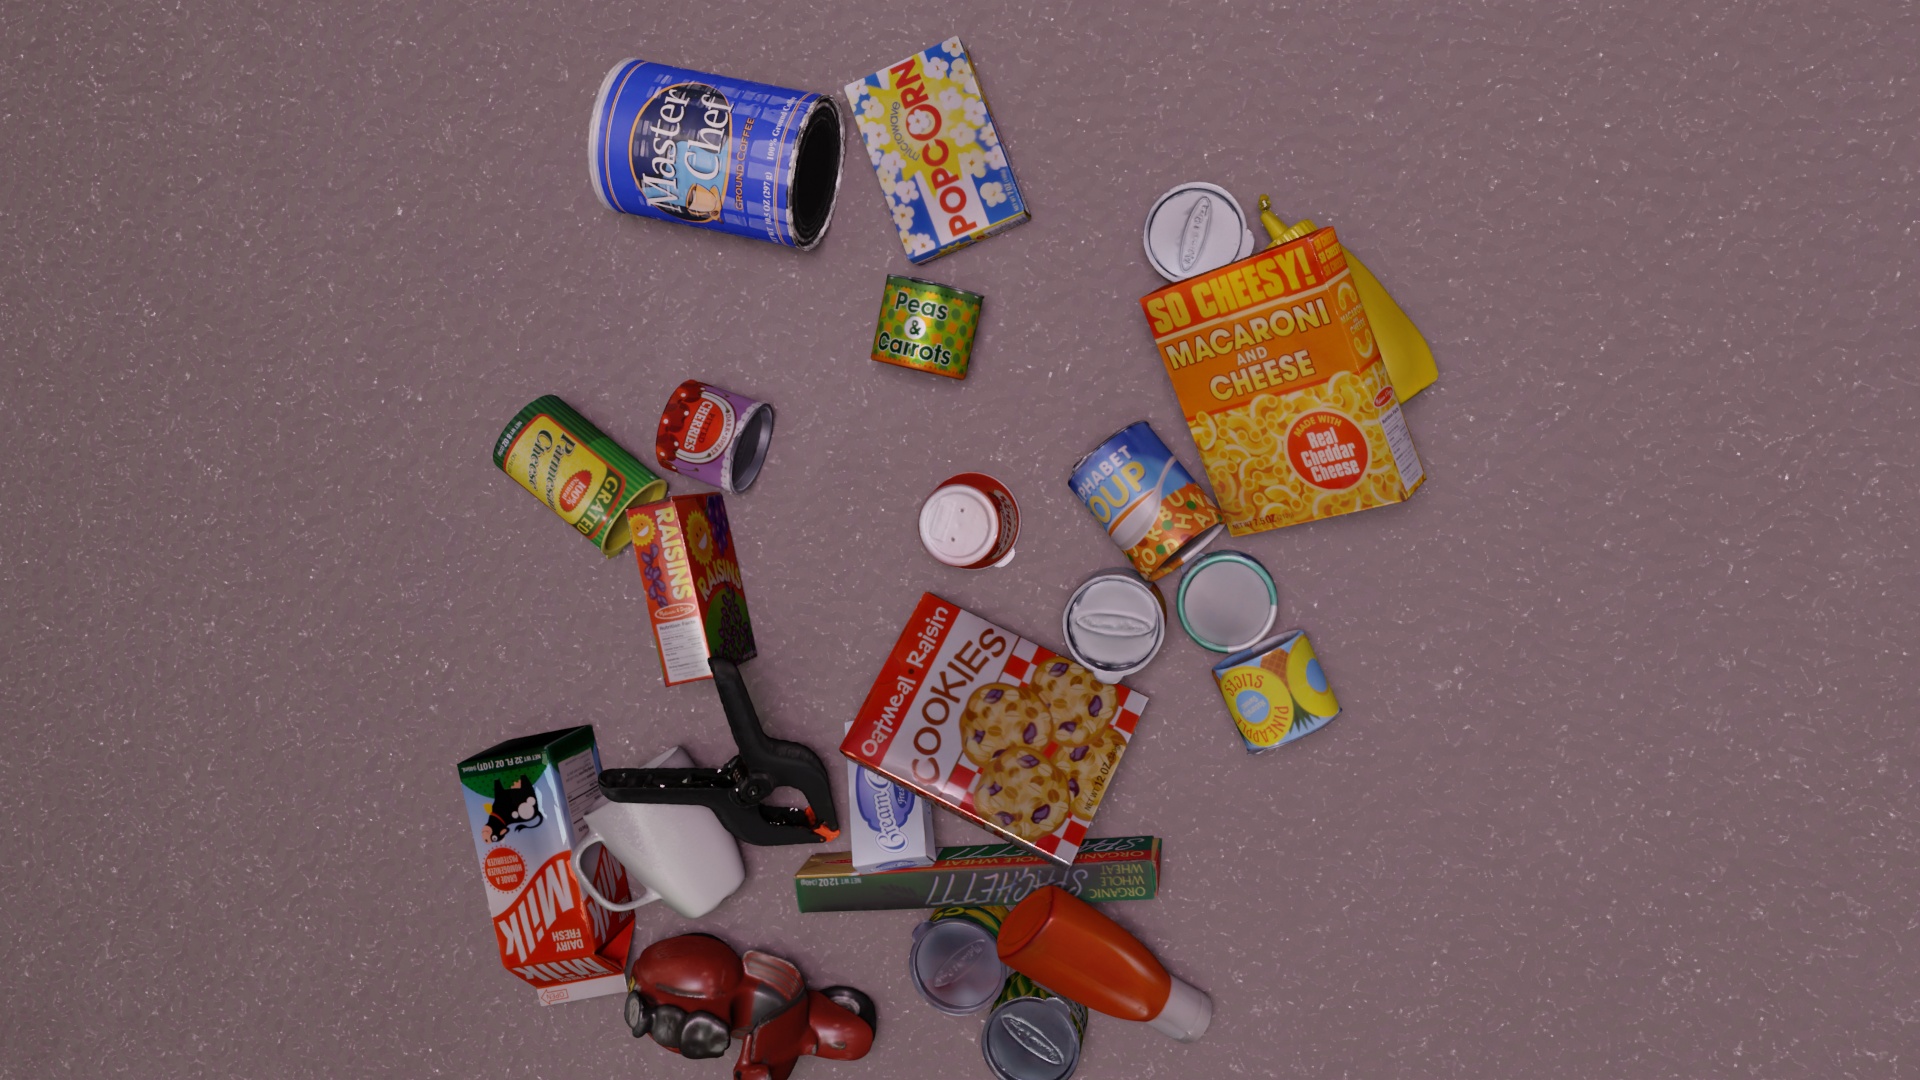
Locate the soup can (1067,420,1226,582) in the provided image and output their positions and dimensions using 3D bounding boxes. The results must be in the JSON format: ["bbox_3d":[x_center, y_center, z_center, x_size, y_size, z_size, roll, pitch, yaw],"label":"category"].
[{"bbox_3d":[0.118,-0.024,0.893,0.071,0.071,0.084,-40,74,11],"label":"soup can"}]

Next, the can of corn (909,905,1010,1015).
[{"bbox_3d":[0.002,0.279,0.950,0.071,0.058,0.071,1,94,11],"label":"can of corn"}]

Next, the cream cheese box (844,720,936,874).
[{"bbox_3d":[-0.049,0.171,0.946,0.053,0.024,0.104,-12,62,10],"label":"cream cheese box"}]

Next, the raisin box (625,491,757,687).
[{"bbox_3d":[-0.183,0.031,0.954,0.040,0.086,0.123,-12,92,13],"label":"raisin box"}]

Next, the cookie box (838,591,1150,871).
[{"bbox_3d":[0.023,0.124,0.921,0.167,0.040,0.123,25,72,8],"label":"cookie box"}]

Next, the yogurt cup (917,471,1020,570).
[{"bbox_3d":[0.003,-0.012,0.933,0.072,0.054,0.072,1,94,11],"label":"yogurt cup"}]

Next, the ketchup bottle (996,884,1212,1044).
[{"bbox_3d":[0.099,0.284,0.916,0.149,0.044,0.064,34,121,-16],"label":"ketchup bottle"}]

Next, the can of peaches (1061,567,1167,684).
[{"bbox_3d":[0.102,0.055,0.916,0.071,0.058,0.071,1,95,10],"label":"can of peaches"}]

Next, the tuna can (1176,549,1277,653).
[{"bbox_3d":[0.174,0.038,0.914,0.071,0.033,0.071,1,94,10],"label":"tuna can"}]

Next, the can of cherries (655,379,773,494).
[{"bbox_3d":[-0.169,-0.072,0.952,0.058,0.071,0.071,20,98,9],"label":"can of cherries"}]

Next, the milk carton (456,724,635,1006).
[{"bbox_3d":[-0.291,0.237,0.995,0.072,0.073,0.190,-13,92,11],"label":"milk carton"}]

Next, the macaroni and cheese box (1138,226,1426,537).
[{"bbox_3d":[0.197,-0.094,0.857,0.123,0.040,0.166,-14,103,41],"label":"macaroni and cheese box"}]

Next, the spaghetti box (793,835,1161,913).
[{"bbox_3d":[0.012,0.228,0.949,0.250,0.050,0.028,-5,95,11],"label":"spaghetti box"}]

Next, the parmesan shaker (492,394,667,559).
[{"bbox_3d":[-0.269,-0.045,0.976,0.103,0.071,0.071,37,100,6],"label":"parmesan shaker"}]

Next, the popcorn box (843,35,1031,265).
[{"bbox_3d":[-0.015,-0.258,0.927,0.085,0.038,0.126,-21,90,12],"label":"popcorn box"}]

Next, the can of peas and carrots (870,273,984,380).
[{"bbox_3d":[-0.023,-0.141,0.920,0.071,0.071,0.058,14,97,10],"label":"can of peas and carrots"}]

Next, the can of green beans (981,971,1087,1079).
[{"bbox_3d":[0.052,0.331,0.945,0.071,0.058,0.071,1,94,11],"label":"can of green beans"}]

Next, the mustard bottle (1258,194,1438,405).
[{"bbox_3d":[0.233,-0.151,0.875,0.049,0.065,0.160,-33,82,-14],"label":"mustard bottle"}]

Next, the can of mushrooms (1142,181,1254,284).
[{"bbox_3d":[0.155,-0.196,0.902,0.071,0.033,0.071,1,93,11],"label":"can of mushrooms"}]

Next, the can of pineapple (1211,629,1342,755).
[{"bbox_3d":[0.202,0.097,0.895,0.071,0.071,0.058,-26,88,12],"label":"can of pineapple"}]
